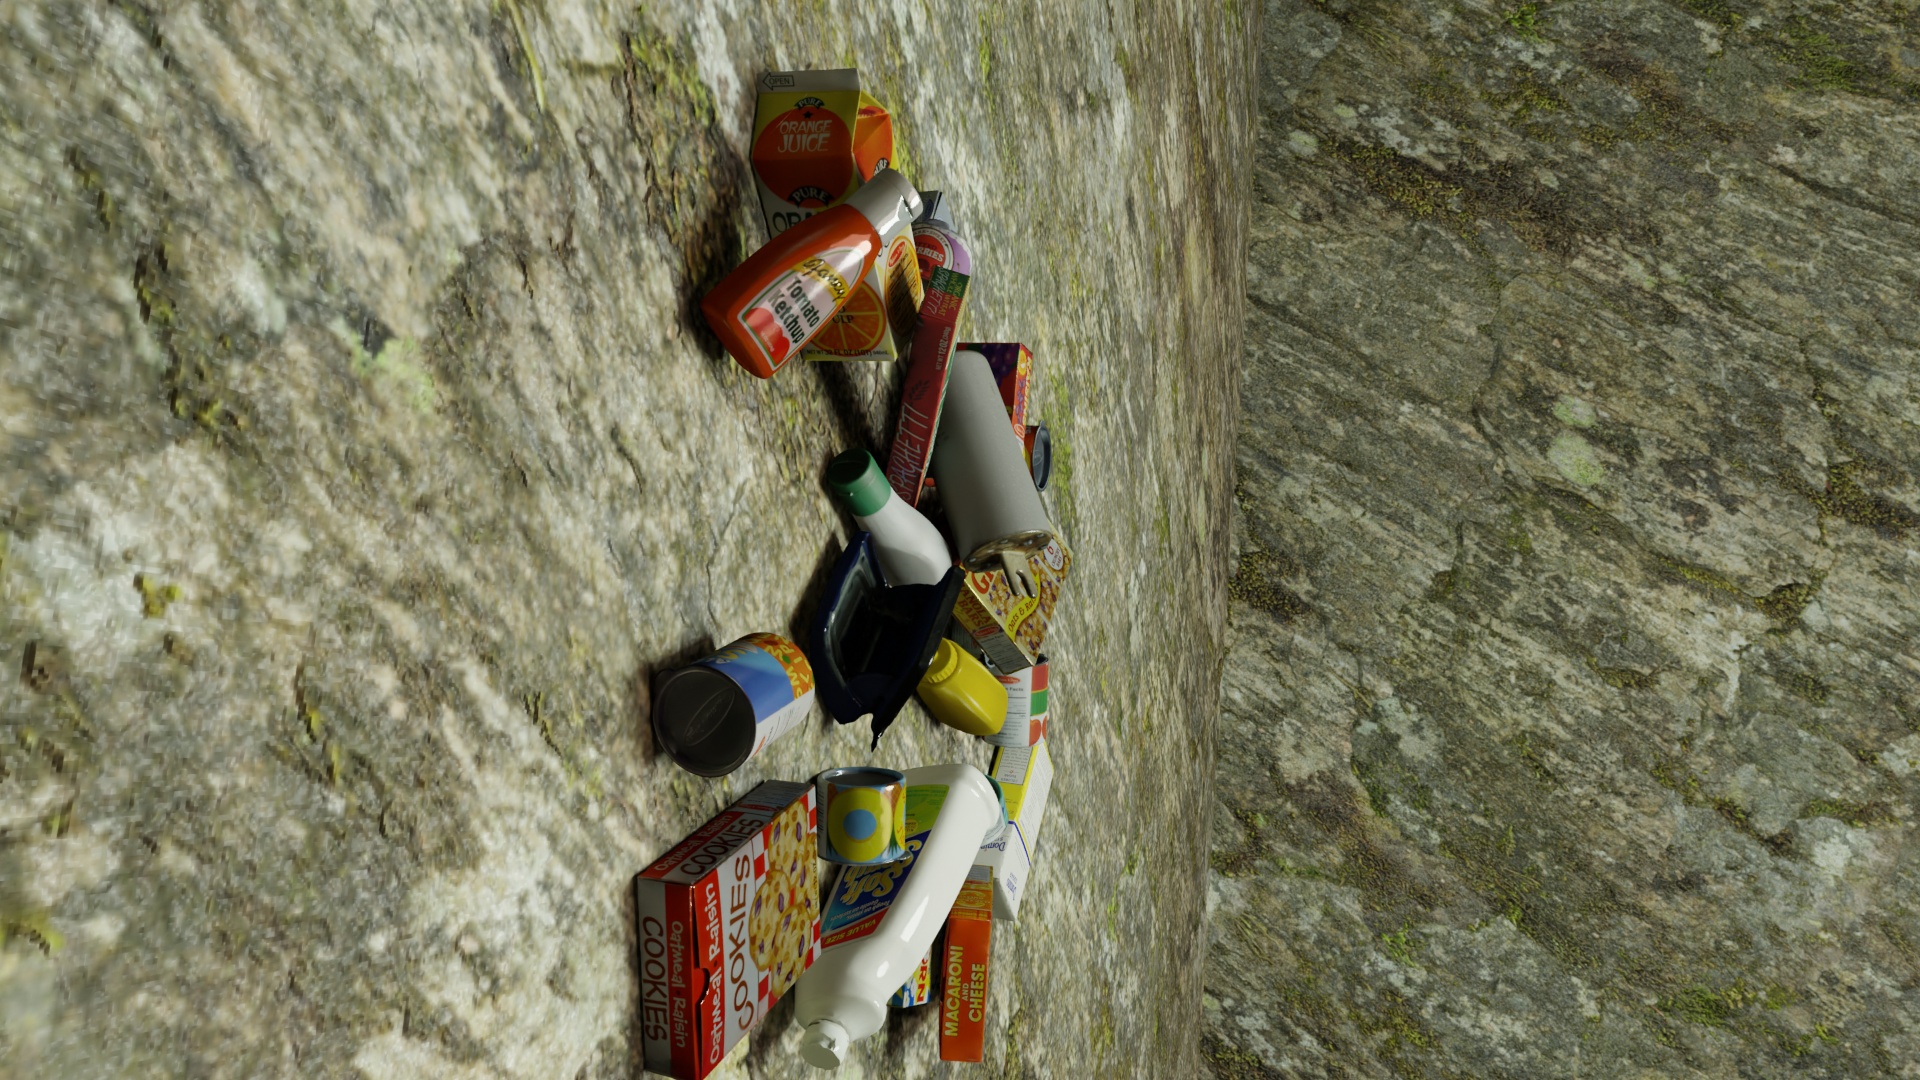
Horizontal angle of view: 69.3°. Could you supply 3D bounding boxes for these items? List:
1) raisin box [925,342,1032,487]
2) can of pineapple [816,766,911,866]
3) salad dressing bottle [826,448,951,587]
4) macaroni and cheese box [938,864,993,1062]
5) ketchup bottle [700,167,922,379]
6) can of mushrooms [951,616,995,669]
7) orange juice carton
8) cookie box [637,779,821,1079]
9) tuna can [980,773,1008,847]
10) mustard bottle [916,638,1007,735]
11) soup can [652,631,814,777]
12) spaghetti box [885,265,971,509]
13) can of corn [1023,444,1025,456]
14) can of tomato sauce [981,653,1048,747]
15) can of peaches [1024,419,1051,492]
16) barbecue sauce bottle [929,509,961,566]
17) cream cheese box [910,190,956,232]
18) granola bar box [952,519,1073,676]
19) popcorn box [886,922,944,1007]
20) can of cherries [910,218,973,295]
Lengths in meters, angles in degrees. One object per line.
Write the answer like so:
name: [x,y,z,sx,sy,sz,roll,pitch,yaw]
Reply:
raisin box: [0.013,-0.107,1.197,0.040,0.086,0.123,30,64,-67]
can of pineapple: [-0.071,0.201,1.018,0.071,0.071,0.058,-9,101,-71]
salad dressing bottle: [-0.054,-0.012,1.059,0.147,0.064,0.044,58,44,-47]
macaroni and cheese box: [0.006,0.372,1.239,0.166,0.040,0.123,-42,136,-87]
ketchup bottle: [-0.087,-0.169,0.850,0.149,0.043,0.064,-45,140,-14]
can of mushrooms: [0.017,0.089,1.318,0.071,0.033,0.071,1,91,-71]
orange juice carton: [-0.082,-0.220,0.927,0.073,0.072,0.191,-65,152,-48]
cookie box: [-0.139,0.237,0.866,0.168,0.040,0.122,-28,118,-69]
tuna can: [0.008,0.244,1.265,0.071,0.071,0.032,-64,150,-49]
mustard bottle: [-0.007,0.121,1.206,0.159,0.065,0.049,56,44,-54]
soup can: [-0.135,0.093,0.826,0.084,0.071,0.071,-30,121,-69]
spaghetti box: [-0.030,-0.095,1.024,0.248,0.029,0.050,106,0,-54]
can of corn: [0.022,-0.097,1.262,0.071,0.071,0.058,-58,146,-55]
can of tomato sauce: [0.055,0.157,1.386,0.071,0.071,0.083,-20,112,-70]
can of peaches: [0.053,-0.084,1.365,0.071,0.058,0.071,1,91,-71]
barbecue sauce bottle: [0.004,-0.015,1.199,0.043,0.064,0.149,56,33,-4]
cream cheese box: [-0.019,-0.241,1.182,0.103,0.024,0.053,68,30,-51]
granola bar box: [0.040,0.025,1.296,0.124,0.039,0.166,52,36,-22]
popcorn box: [-0.043,0.321,1.161,0.085,0.038,0.127,43,52,-68]
can of cherries: [-0.029,-0.208,1.092,0.071,0.071,0.059,69,31,-50]
